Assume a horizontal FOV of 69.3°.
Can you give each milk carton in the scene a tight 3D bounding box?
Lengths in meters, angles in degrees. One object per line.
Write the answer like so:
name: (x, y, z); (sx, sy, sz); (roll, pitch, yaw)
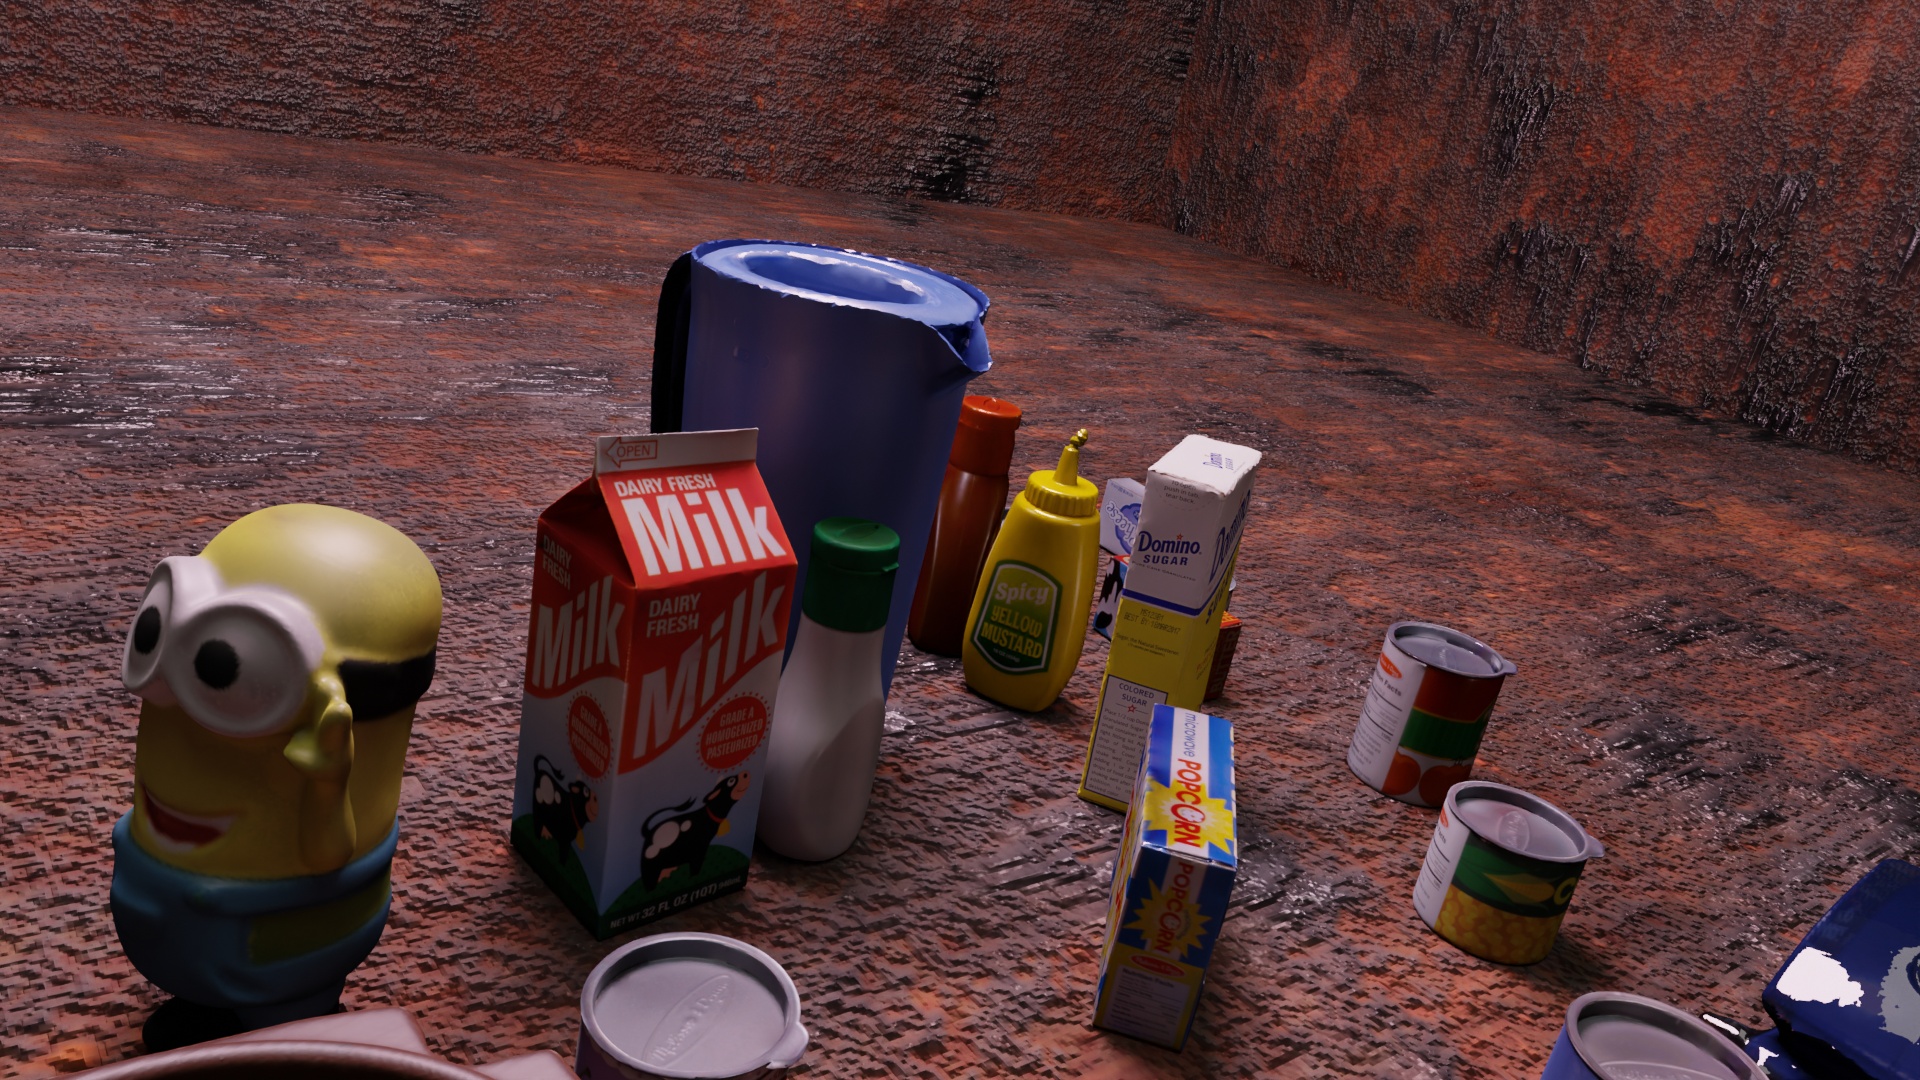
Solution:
milk carton: (-0.119, 0.048, 0.539); (0.072, 0.189, 0.073); (-9, 28, -44)

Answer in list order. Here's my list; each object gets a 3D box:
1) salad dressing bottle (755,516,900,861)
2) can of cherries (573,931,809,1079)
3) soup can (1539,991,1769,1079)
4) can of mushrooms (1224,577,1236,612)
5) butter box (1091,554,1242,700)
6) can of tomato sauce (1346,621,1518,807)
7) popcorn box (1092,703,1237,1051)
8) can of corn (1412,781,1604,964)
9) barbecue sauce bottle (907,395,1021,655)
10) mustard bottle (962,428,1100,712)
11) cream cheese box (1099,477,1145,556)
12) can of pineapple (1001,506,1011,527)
salad dressing bottle: (-0.056, 0.064, 0.594); (0.044, 0.147, 0.064); (22, 22, 26)
can of cherries: (-0.085, 0.167, 0.431); (0.071, 0.058, 0.072); (11, 20, -4)
soup can: (0.222, 0.207, 0.462); (0.071, 0.083, 0.071); (11, 20, -4)
can of mushrooms: (0.150, 0.036, 0.947); (0.071, 0.033, 0.071); (11, 20, -4)
butter box: (0.127, 0.053, 0.862); (0.024, 0.053, 0.104); (-3, 25, -35)
can of tomato sauce: (0.262, 0.097, 0.776); (0.071, 0.082, 0.071); (11, 20, -4)
popcorn box: (0.086, 0.134, 0.577); (0.038, 0.085, 0.127); (14, 20, 5)
can of corn: (0.255, 0.156, 0.652); (0.071, 0.058, 0.071); (11, 20, -4)
barbecue sauce bottle: (0.003, -0.010, 0.822); (0.044, 0.148, 0.065); (12, 20, 0)
mustard bottle: (0.045, 0.014, 0.765); (0.065, 0.159, 0.049); (19, 21, 19)
cream cheese box: (0.144, -0.003, 1.019); (0.024, 0.053, 0.104); (-4, 26, -38)
can of pineapple: (0.044, 0.016, 0.906); (0.071, 0.057, 0.071); (11, 20, -4)
